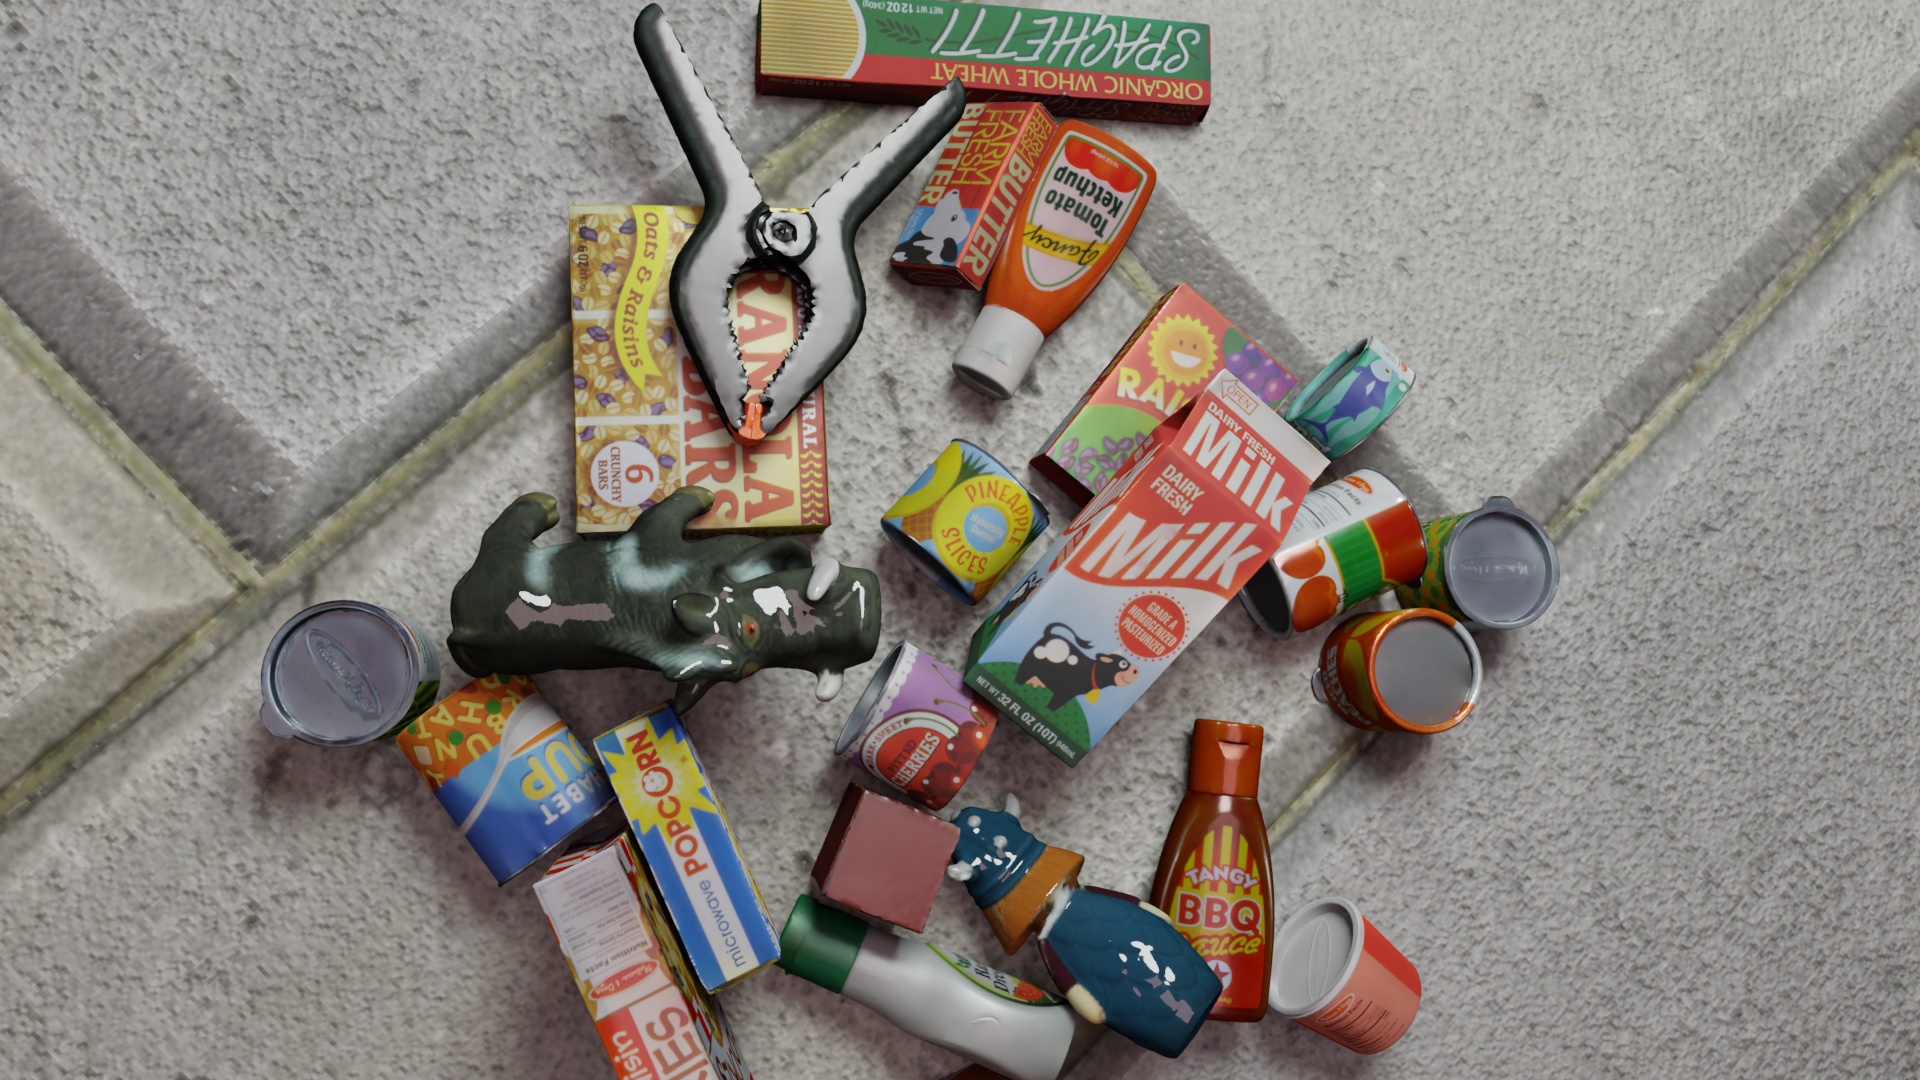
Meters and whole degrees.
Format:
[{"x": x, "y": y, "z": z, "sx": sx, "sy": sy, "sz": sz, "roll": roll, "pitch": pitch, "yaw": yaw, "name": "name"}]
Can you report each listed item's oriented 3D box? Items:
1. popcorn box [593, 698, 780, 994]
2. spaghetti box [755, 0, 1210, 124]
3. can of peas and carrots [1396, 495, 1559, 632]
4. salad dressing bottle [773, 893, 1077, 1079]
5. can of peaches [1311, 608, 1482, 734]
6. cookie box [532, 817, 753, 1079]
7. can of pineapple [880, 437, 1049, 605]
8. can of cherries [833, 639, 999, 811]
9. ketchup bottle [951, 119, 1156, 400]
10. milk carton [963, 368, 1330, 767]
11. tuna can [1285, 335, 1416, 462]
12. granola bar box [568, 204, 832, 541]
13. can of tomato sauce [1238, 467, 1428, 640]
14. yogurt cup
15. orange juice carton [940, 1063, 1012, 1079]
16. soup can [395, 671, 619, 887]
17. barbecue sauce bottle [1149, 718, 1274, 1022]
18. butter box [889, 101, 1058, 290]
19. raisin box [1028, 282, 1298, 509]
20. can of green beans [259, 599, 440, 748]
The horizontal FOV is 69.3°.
[{"x": -0.127, "y": 0.140, "z": 0.652, "sx": 0.038, "sy": 0.085, "sz": 0.126, "roll": -24, "pitch": 89, "yaw": -11, "name": "popcorn box"}, {"x": 0.016, "y": -0.261, "z": 0.752, "sx": 0.250, "sy": 0.028, "sz": 0.050, "roll": 1, "pitch": 85, "yaw": -10, "name": "spaghetti box"}, {"x": 0.279, "y": 0.015, "z": 0.756, "sx": 0.071, "sy": 0.058, "sz": 0.071, "roll": 1, "pitch": 83, "yaw": -11, "name": "can of peas and carrots"}, {"x": -0.019, "y": 0.218, "z": 0.678, "sx": 0.148, "sy": 0.064, "sz": 0.044, "roll": 23, "pitch": 83, "yaw": 0, "name": "salad dressing bottle"}, {"x": 0.232, "y": 0.071, "z": 0.741, "sx": 0.071, "sy": 0.058, "sz": 0.071, "roll": 1, "pitch": 84, "yaw": -11, "name": "can of peaches"}, {"x": -0.134, "y": 0.213, "z": 0.623, "sx": 0.040, "sy": 0.123, "sz": 0.167, "roll": -24, "pitch": 89, "yaw": -11, "name": "cookie box"}, {"x": 0.003, "y": -0.009, "z": 0.701, "sx": 0.071, "sy": 0.071, "sz": 0.058, "roll": 42, "pitch": 79, "yaw": -4, "name": "can of pineapple"}, {"x": -0.021, "y": 0.093, "z": 0.685, "sx": 0.058, "sy": 0.071, "sz": 0.071, "roll": 32, "pitch": 79, "yaw": -7, "name": "can of cherries"}, {"x": 0.045, "y": -0.146, "z": 0.738, "sx": 0.065, "sy": 0.043, "sz": 0.149, "roll": 29, "pitch": 80, "yaw": -5, "name": "ketchup bottle"}, {"x": 0.090, "y": 0.010, "z": 0.678, "sx": 0.072, "sy": 0.073, "sz": 0.190, "roll": 40, "pitch": 102, "yaw": -5, "name": "milk carton"}, {"x": 0.208, "y": -0.075, "z": 0.750, "sx": 0.033, "sy": 0.071, "sz": 0.071, "roll": 43, "pitch": 78, "yaw": -3, "name": "tuna can"}, {"x": -0.131, "y": -0.085, "z": 0.700, "sx": 0.124, "sy": 0.039, "sz": 0.165, "roll": -2, "pitch": 84, "yaw": -11, "name": "granola bar box"}, {"x": 0.193, "y": 0.009, "z": 0.737, "sx": 0.083, "sy": 0.071, "sz": 0.071, "roll": -24, "pitch": 89, "yaw": -11, "name": "can of tomato sauce"}, {"x": 0.198, "y": 0.227, "z": 0.716, "sx": 0.054, "sy": 0.072, "sz": 0.072, "roll": 37, "pitch": 79, "yaw": -13, "name": "yogurt cup"}, {"x": -0.018, "y": 0.312, "z": 0.660, "sx": 0.193, "sy": 0.071, "sz": 0.073, "roll": -20, "pitch": 89, "yaw": -12, "name": "orange juice carton"}, {"x": -0.209, "y": 0.106, "z": 0.649, "sx": 0.071, "sy": 0.071, "sz": 0.084, "roll": -36, "pitch": 91, "yaw": -12, "name": "soup can"}, {"x": 0.132, "y": 0.168, "z": 0.719, "sx": 0.065, "sy": 0.043, "sz": 0.148, "roll": 7, "pitch": 82, "yaw": -1, "name": "barbecue sauce bottle"}, {"x": 0.007, "y": -0.182, "z": 0.729, "sx": 0.024, "sy": 0.053, "sz": 0.103, "roll": 36, "pitch": 76, "yaw": -45, "name": "butter box"}, {"x": 0.109, "y": -0.063, "z": 0.743, "sx": 0.086, "sy": 0.040, "sz": 0.123, "roll": 39, "pitch": 80, "yaw": -4, "name": "raisin box"}, {"x": -0.281, "y": 0.062, "z": 0.645, "sx": 0.071, "sy": 0.057, "sz": 0.071, "roll": 1, "pitch": 84, "yaw": -11, "name": "can of green beans"}]
